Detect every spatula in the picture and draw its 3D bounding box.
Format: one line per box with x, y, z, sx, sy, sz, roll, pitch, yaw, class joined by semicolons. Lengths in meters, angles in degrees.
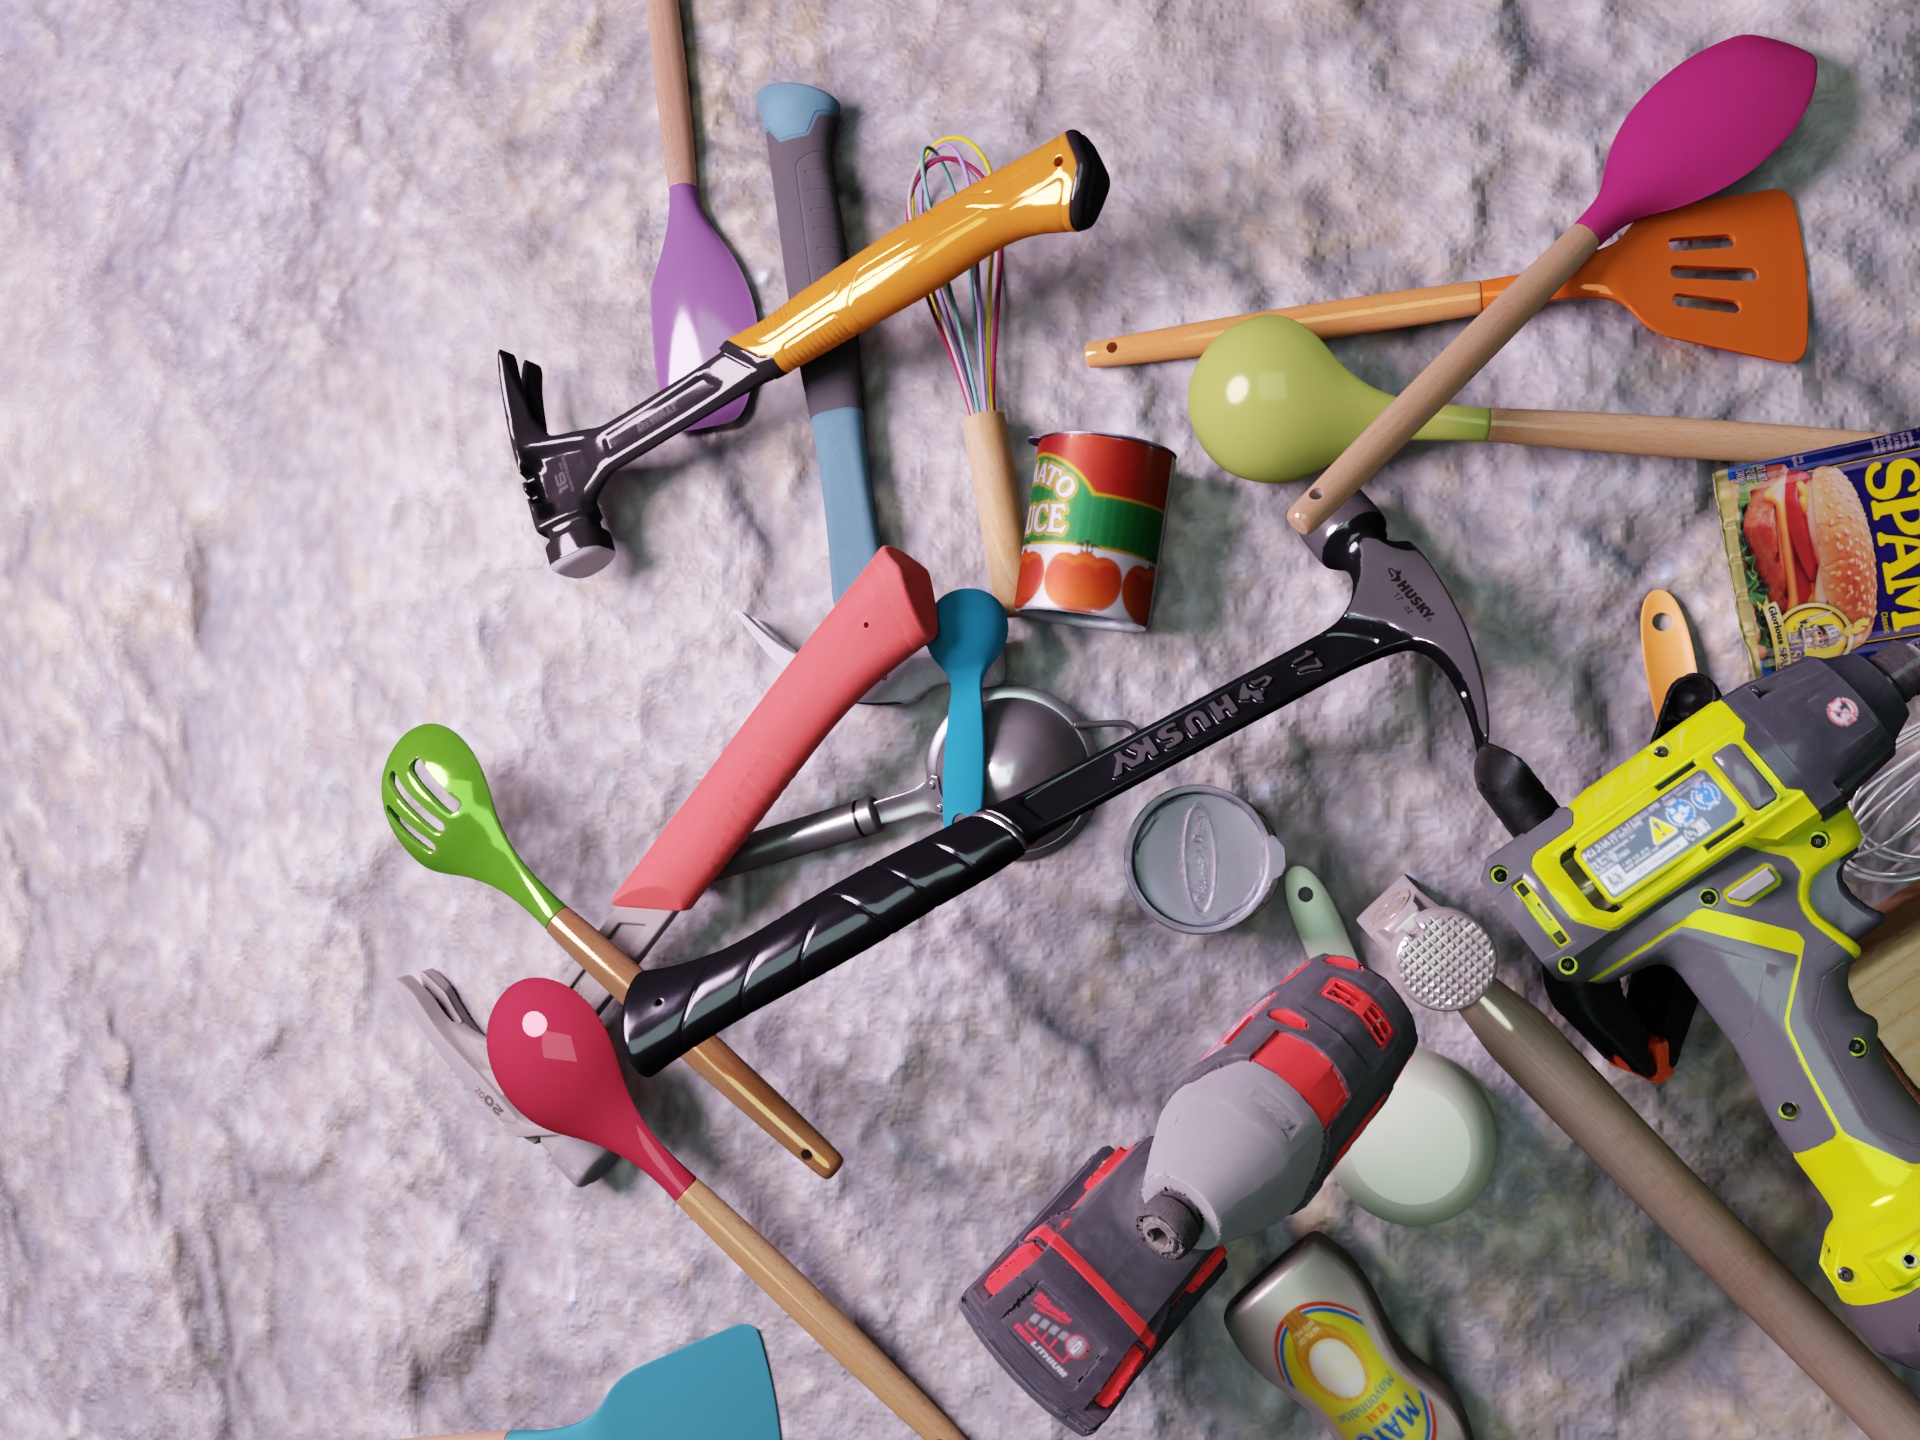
0.217;-0.189;0.741;0.322;0.041;0.081;-4;82;19;spatula
-0.244;0.373;0.816;0.317;0.044;0.082;-14;82;19;spatula
-0.150;-0.311;0.855;0.060;0.018;0.316;-9;84;12;spatula

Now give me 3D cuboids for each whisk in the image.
0.010;-0.172;0.786;0.047;0.051;0.245;-10;85;9;whisk
0.451;-0.022;0.649;0.246;0.059;0.058;-43;38;4;whisk

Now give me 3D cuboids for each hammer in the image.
-0.138;0.057;0.782;0.149;0.036;0.359;43;106;14;hammer
0.318;0.222;0.641;0.038;0.146;0.411;-44;85;7;hammer
-0.063;-0.169;0.811;0.128;0.033;0.331;-10;82;13;hammer
-0.083;-0.195;0.778;0.337;0.034;0.127;-24;75;20;hammer
0.037;0.044;0.692;0.409;0.036;0.149;-29;55;-2;hammer

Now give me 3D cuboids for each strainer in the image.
-0.038;0.047;0.781;0.258;0.050;0.087;-17;95;17;strainer

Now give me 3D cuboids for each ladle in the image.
-0.113;0.243;0.763;0.315;0.031;0.069;43;107;3;ladle
0.263;-0.135;0.715;0.320;0.062;0.078;6;118;9;ladle

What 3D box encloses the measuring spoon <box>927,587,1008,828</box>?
-0.001;-0.002;0.739;0.042;0.021;0.129;-5;74;24;measuring spoon

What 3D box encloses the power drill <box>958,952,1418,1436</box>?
0.086;0.193;0.632;0.078;0.143;0.219;42;137;15;power drill

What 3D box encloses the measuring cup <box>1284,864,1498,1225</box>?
0.181;0.143;0.709;0.083;0.038;0.168;-24;81;12;measuring cup

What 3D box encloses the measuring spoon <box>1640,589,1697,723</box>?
0.317;-0.001;0.702;0.021;0.011;0.117;-8;79;15;measuring spoon

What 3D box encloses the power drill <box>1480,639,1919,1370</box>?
0.322;0.094;0.563;0.171;0.080;0.223;-38;72;12;power drill

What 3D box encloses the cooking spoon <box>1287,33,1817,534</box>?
0.254;-0.193;0.690;0.319;0.017;0.069;-45;55;-7;cooking spoon

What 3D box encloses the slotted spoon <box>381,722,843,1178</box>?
-0.175;0.110;0.766;0.314;0.031;0.070;39;110;14;slotted spoon
